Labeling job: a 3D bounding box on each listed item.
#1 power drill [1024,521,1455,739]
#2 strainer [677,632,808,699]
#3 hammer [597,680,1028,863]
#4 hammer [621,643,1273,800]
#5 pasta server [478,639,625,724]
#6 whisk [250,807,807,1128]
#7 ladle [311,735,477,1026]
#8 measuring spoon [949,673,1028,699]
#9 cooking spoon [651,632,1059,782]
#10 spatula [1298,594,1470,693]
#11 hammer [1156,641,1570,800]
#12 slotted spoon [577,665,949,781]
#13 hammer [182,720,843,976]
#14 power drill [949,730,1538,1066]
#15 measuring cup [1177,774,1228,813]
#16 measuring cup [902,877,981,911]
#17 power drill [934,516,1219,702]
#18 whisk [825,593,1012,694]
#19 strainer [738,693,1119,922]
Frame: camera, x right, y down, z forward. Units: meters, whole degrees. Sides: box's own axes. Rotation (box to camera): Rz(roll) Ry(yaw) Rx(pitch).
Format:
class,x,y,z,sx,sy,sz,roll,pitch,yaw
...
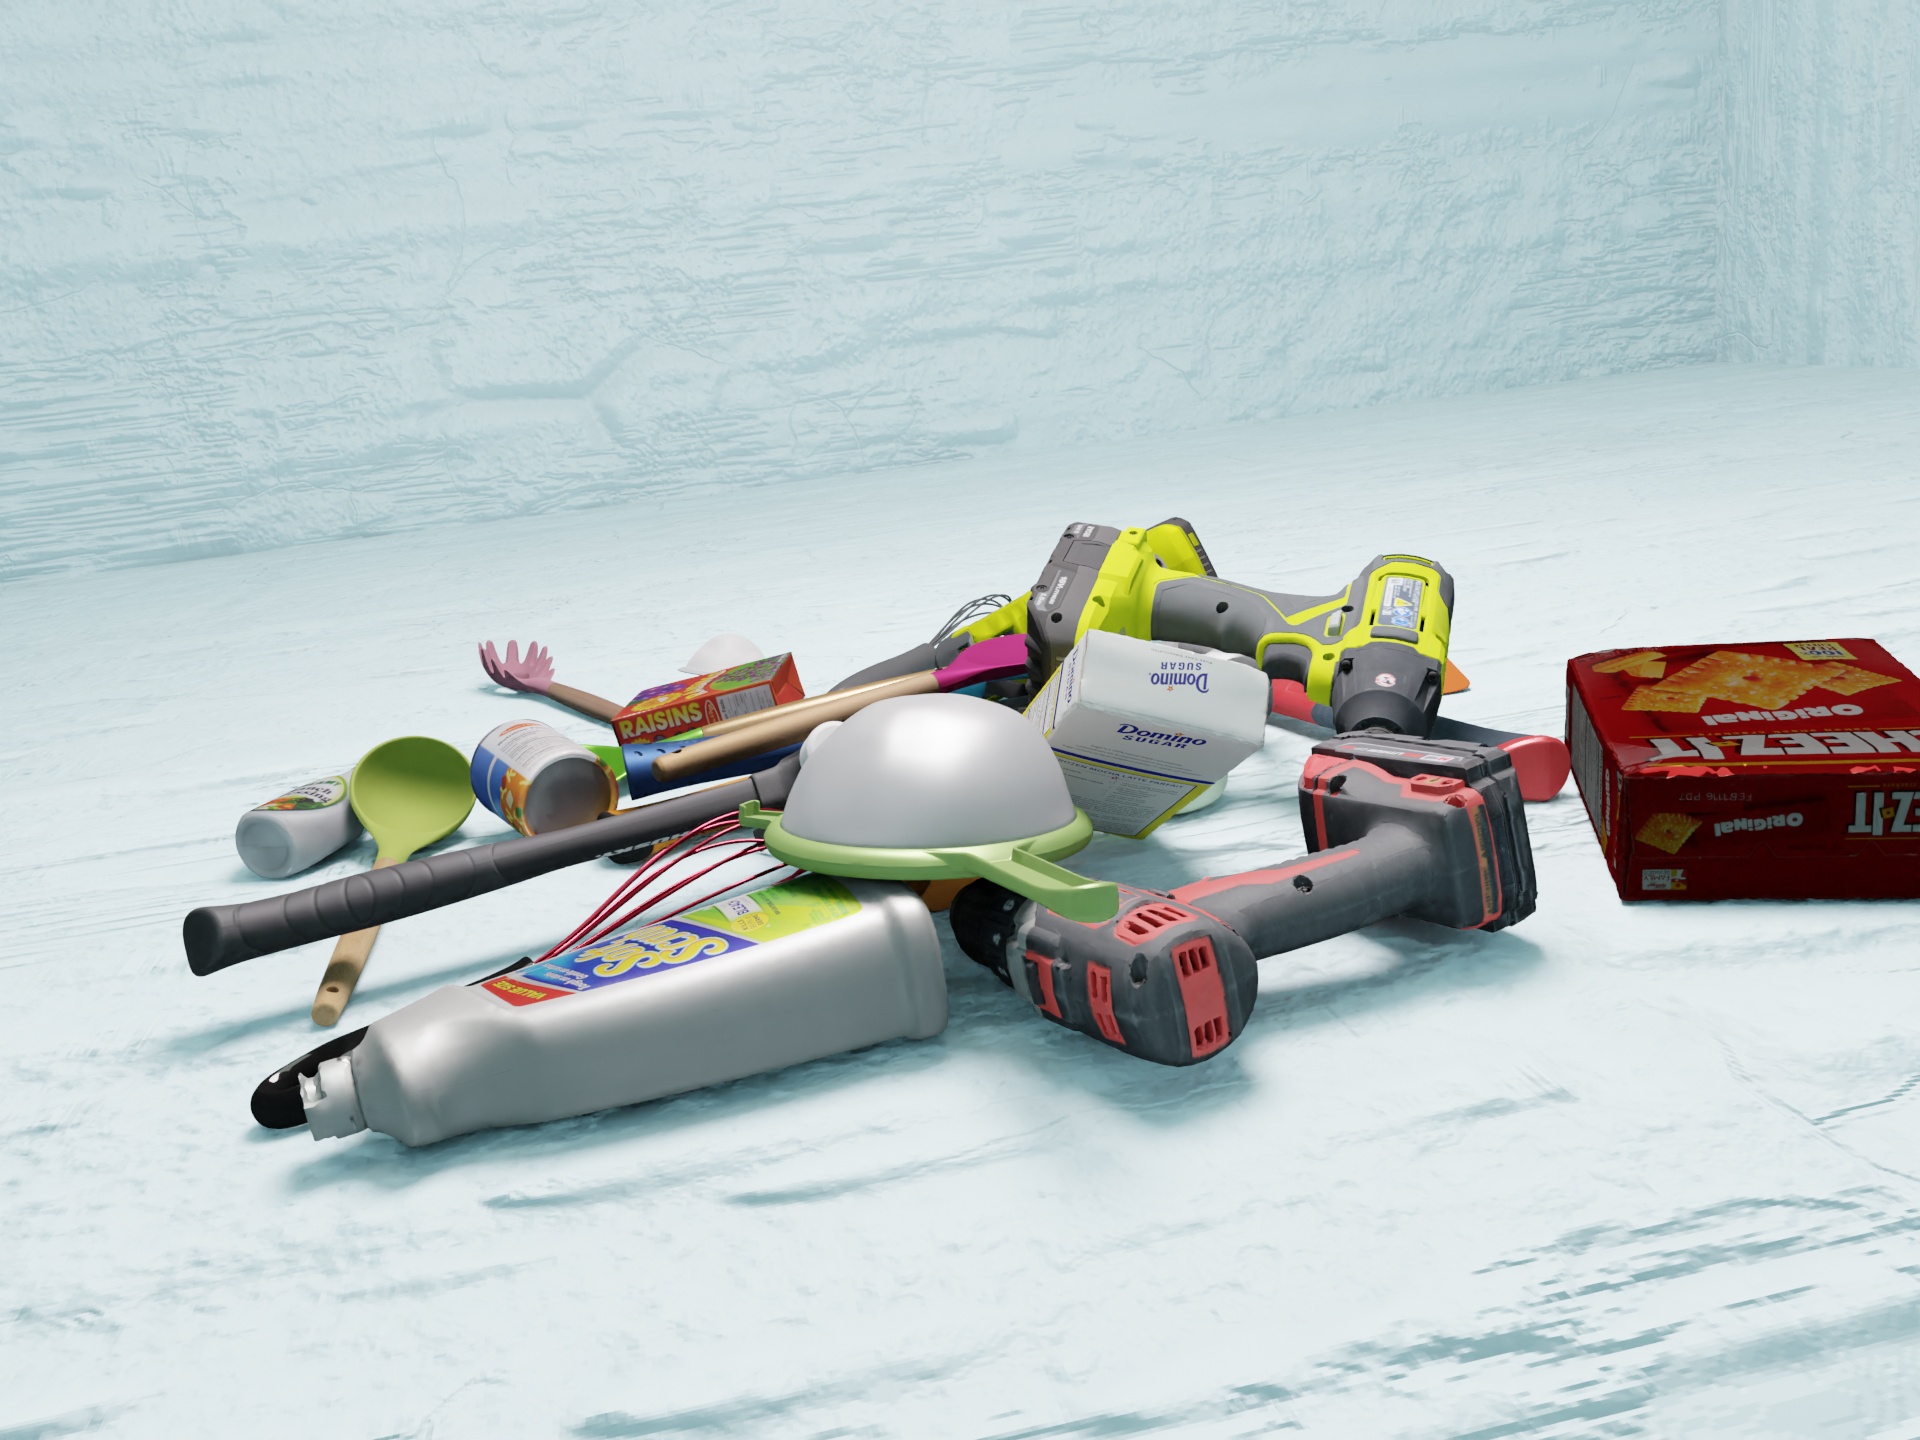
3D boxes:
class,x,y,z,sx,sy,sz,roll,pitch,yaw
power drill,0.155,-0.041,0.885,0.223,0.080,0.171,8,37,16
strainer,-0.164,-0.033,1.293,0.086,0.050,0.259,2,13,-30
hammer,-0.074,0.030,1.028,0.337,0.034,0.127,-15,18,-30
hammer,-0.002,-0.003,0.976,0.405,0.035,0.144,-10,15,-11
pasta server,-0.332,-0.028,1.342,0.060,0.040,0.316,-4,12,-36
whisk,-0.179,0.112,0.737,0.296,0.073,0.073,-24,22,-32
ladle,-0.328,0.083,0.903,0.078,0.062,0.320,10,15,-14
measuring spoon,0.024,-0.020,1.085,0.042,0.021,0.128,-6,3,40
cooking spoon,-0.037,-0.014,0.929,0.319,0.017,0.069,-18,23,-35
spatula,0.307,-0.066,1.250,0.081,0.041,0.323,-7,11,-1
hammer,0.251,-0.012,1.043,0.143,0.038,0.387,-12,16,-25
slotted spoon,-0.151,0.007,1.094,0.313,0.031,0.070,-14,30,-6
hammer,-0.220,0.071,0.820,0.334,0.035,0.146,-15,-12,-23
power drill,0.118,0.075,0.710,0.226,0.080,0.188,-18,12,-25
measuring cup,0.114,0.021,0.981,0.083,0.038,0.168,-9,13,-6
measuring cup,-0.020,0.078,0.795,0.095,0.052,0.174,-5,16,3
power drill,0.108,-0.090,1.216,0.190,0.080,0.228,-27,0,34
whisk,-0.028,-0.050,1.288,0.055,0.055,0.239,7,25,40
strainer,0.003,0.029,0.676,0.151,0.069,0.256,-4,7,-20
